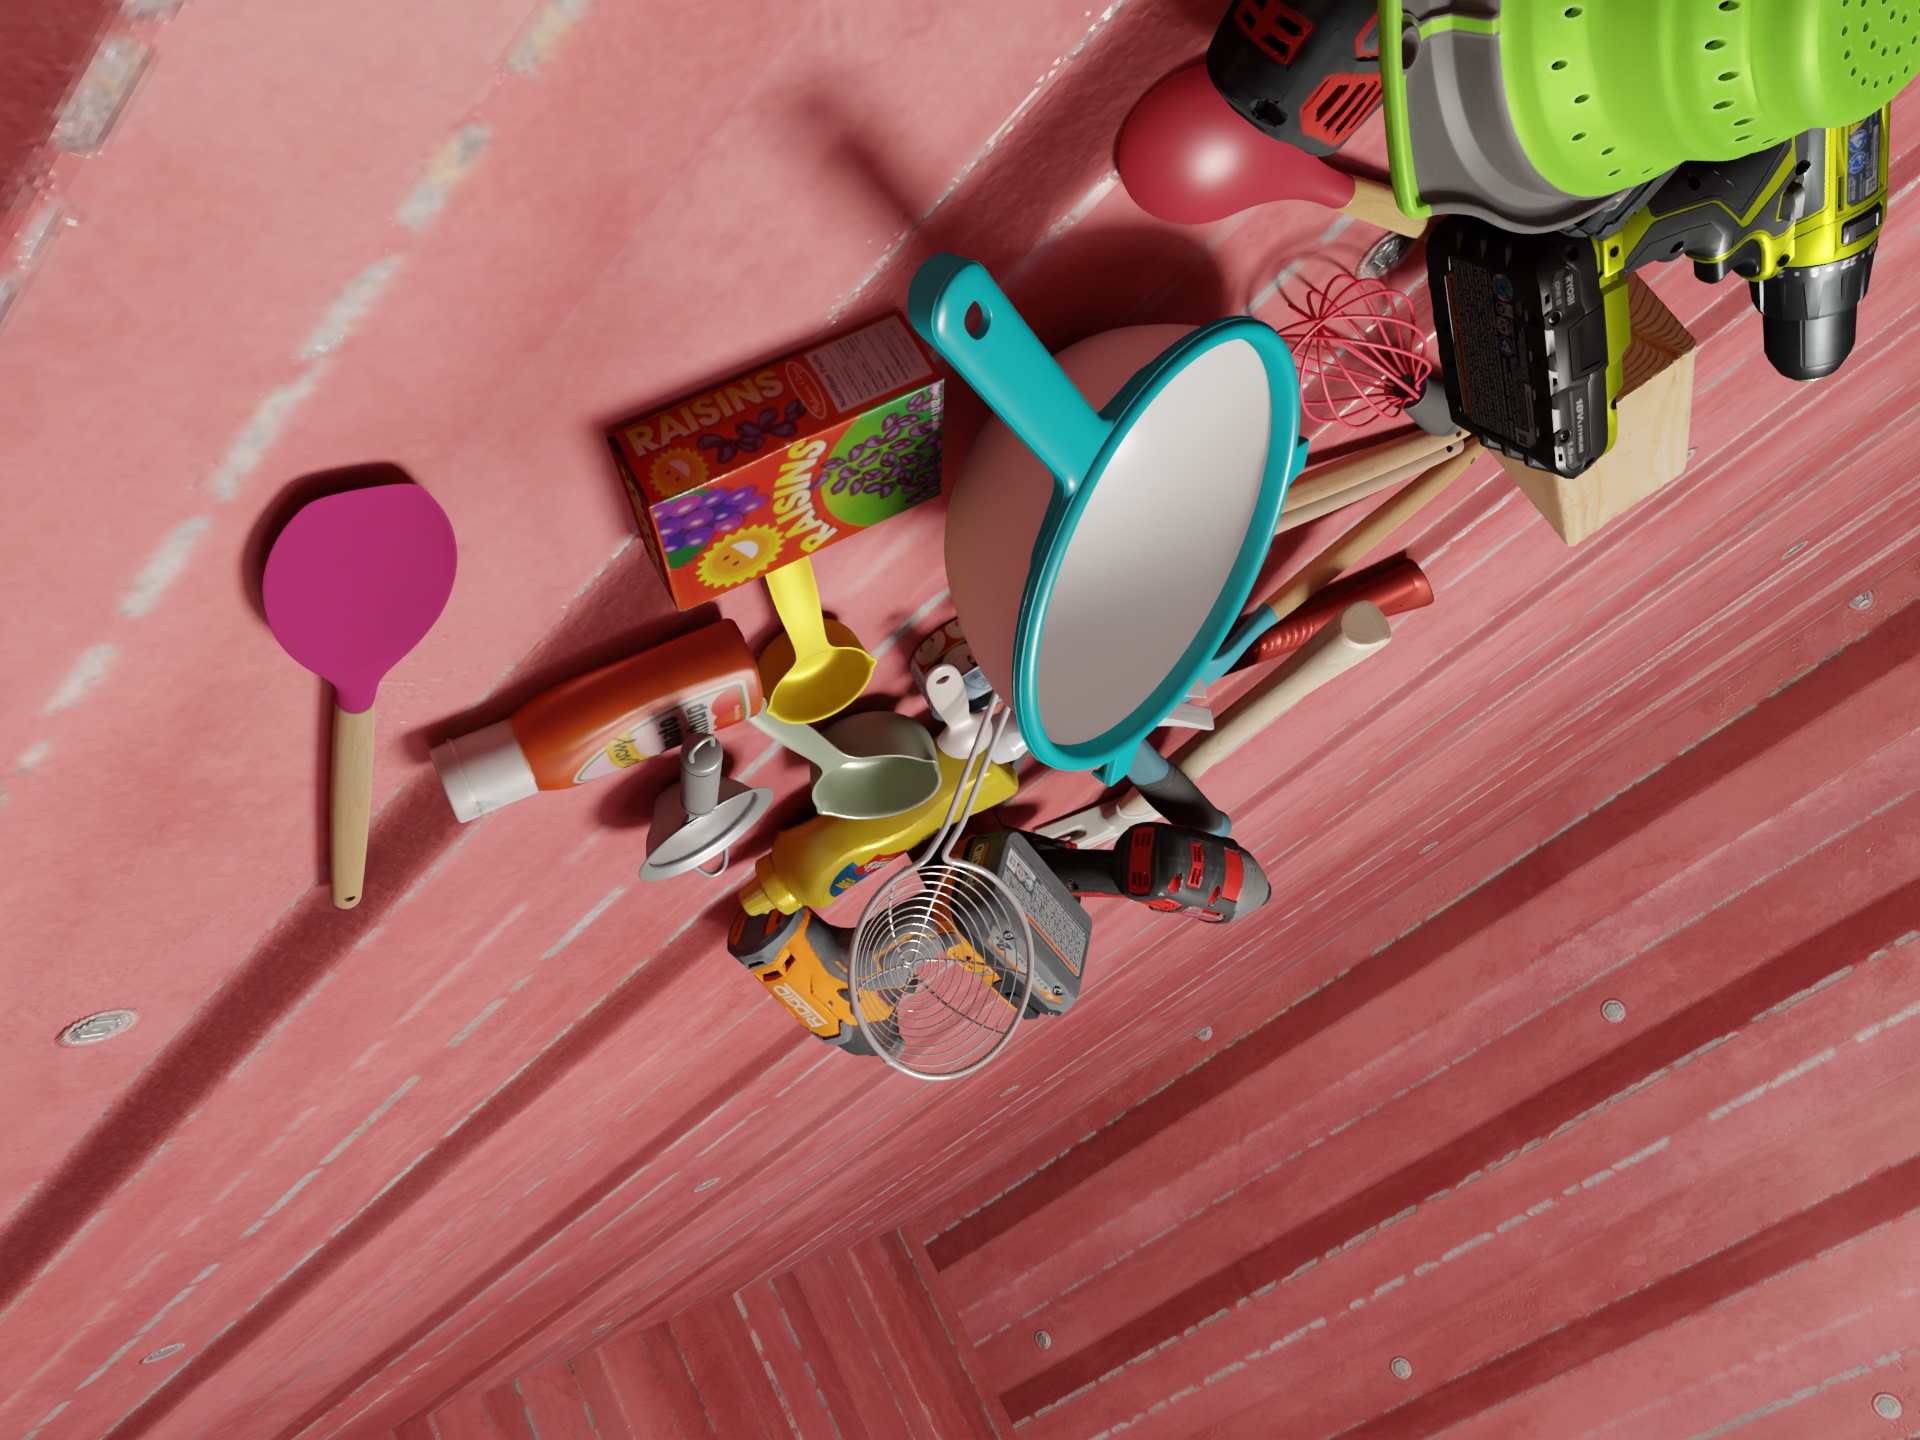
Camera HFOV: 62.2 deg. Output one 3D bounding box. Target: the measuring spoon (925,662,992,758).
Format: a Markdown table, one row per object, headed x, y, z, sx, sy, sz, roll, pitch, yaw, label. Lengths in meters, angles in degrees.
| x | y | z | sx | sy | sz | roll | pitch | yaw | label |
| --- | --- | --- | --- | --- | --- | --- | --- | --- | --- |
| -0.001 | -0.003 | 0.883 | 0.034 | 0.018 | 0.124 | -28 | 159 | -2 | measuring spoon |

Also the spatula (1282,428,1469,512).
| x | y | z | sx | sy | sz | roll | pitch | yaw | label |
| --- | --- | --- | --- | --- | --- | --- | --- | --- | --- |
| 0.182 | -0.129 | 0.911 | 0.316 | 0.018 | 0.059 | -22 | 116 | -27 | spatula |

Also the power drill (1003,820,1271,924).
| x | y | z | sx | sy | sz | roll | pitch | yaw | label |
| --- | --- | --- | --- | --- | --- | --- | --- | --- | --- |
| 0.111 | 0.115 | 1.155 | 0.220 | 0.079 | 0.143 | -7 | 162 | 45 | power drill |

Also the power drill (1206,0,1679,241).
| x | y | z | sx | sy | sz | roll | pitch | yaw | label |
| --- | --- | --- | --- | --- | --- | --- | --- | --- | --- |
| 0.208 | -0.271 | 0.555 | 0.226 | 0.080 | 0.187 | -1 | 139 | -45 | power drill |

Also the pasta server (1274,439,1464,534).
| x | y | z | sx | sy | sz | roll | pitch | yaw | label |
| --- | --- | --- | --- | --- | --- | --- | --- | --- | --- |
| 0.184 | -0.116 | 0.938 | 0.316 | 0.060 | 0.040 | -24 | -166 | -23 | pasta server |

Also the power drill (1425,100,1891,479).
| x | y | z | sx | sy | sz | roll | pitch | yaw | label |
| --- | --- | --- | --- | --- | --- | --- | --- | --- | --- |
| 0.342 | -0.211 | 0.752 | 0.228 | 0.080 | 0.190 | -30 | 127 | -11 | power drill |

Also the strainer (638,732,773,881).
| x | y | z | sx | sy | sz | roll | pitch | yaw | label |
| --- | --- | --- | --- | --- | --- | --- | --- | --- | --- |
| -0.134 | 0.039 | 0.814 | 0.087 | 0.050 | 0.258 | -33 | 173 | -16 | strainer |

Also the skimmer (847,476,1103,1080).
| x | y | z | sx | sy | sz | roll | pitch | yaw | label |
| --- | --- | --- | --- | --- | --- | --- | --- | --- | --- |
| 0.025 | 0.040 | 0.862 | 0.127 | 0.090 | 0.363 | -4 | 129 | -32 | skimmer |

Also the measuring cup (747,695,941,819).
| x | y | z | sx | sy | sz | roll | pitch | yaw | label |
| --- | --- | --- | --- | --- | --- | --- | --- | --- | --- |
| -0.074 | 0.007 | 0.895 | 0.083 | 0.038 | 0.167 | -24 | 145 | 22 | measuring cup |

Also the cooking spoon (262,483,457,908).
| x | y | z | sx | sy | sz | roll | pitch | yaw | label |
| --- | --- | --- | --- | --- | --- | --- | --- | --- | --- |
| -0.253 | 0.004 | 0.662 | 0.068 | 0.017 | 0.318 | -16 | 155 | -30 | cooking spoon |

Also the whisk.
| x | y | z | sx | sy | sz | roll | pitch | yaw | label |
| --- | --- | --- | --- | --- | --- | --- | --- | --- | --- |
| 0.229 | -0.178 | 0.834 | 0.073 | 0.073 | 0.295 | -40 | 164 | 25 | whisk |

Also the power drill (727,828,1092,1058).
| x | y | z | sx | sy | sz | roll | pitch | yaw | label |
| --- | --- | --- | --- | --- | --- | --- | --- | --- | --- |
| -0.027 | 0.166 | 1.083 | 0.226 | 0.084 | 0.164 | -19 | 125 | 32 | power drill |

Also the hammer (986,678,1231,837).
| x | y | z | sx | sy | sz | roll | pitch | yaw | label |
| --- | --- | --- | --- | --- | --- | --- | --- | --- | --- |
| 0.129 | 0.037 | 1.071 | 0.128 | 0.033 | 0.330 | -17 | 158 | 16 | hammer |

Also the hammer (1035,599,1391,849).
| x | y | z | sx | sy | sz | roll | pitch | yaw | label |
| --- | --- | --- | --- | --- | --- | --- | --- | --- | --- |
| 0.181 | 0.015 | 1.156 | 0.146 | 0.038 | 0.410 | -20 | 167 | -23 | hammer |

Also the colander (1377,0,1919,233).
| x | y | z | sx | sy | sz | roll | pitch | yaw | label |
| --- | --- | --- | --- | --- | --- | --- | --- | --- | --- |
| 0.286 | -0.281 | 0.475 | 0.397 | 0.095 | 0.204 | -40 | 138 | -20 | colander |

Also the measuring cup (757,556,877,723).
| x | y | z | sx | sy | sz | roll | pitch | yaw | label |
| --- | --- | --- | --- | --- | --- | --- | --- | --- | --- |
| -0.080 | -0.054 | 0.763 | 0.062 | 0.029 | 0.156 | -26 | 148 | -11 | measuring cup |

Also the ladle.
| x | y | z | sx | sy | sz | roll | pitch | yaw | label |
| --- | --- | --- | --- | --- | --- | --- | --- | --- | --- |
| 0.175 | -0.225 | 0.690 | 0.315 | 0.031 | 0.069 | -8 | 149 | -49 | ladle |

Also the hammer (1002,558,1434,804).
| x | y | z | sx | sy | sz | roll | pitch | yaw | label |
| --- | --- | --- | --- | --- | --- | --- | --- | --- | --- |
| 0.184 | -0.040 | 1.118 | 0.359 | 0.037 | 0.149 | -20 | 158 | -24 | hammer |

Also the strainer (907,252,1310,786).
| x | y | z | sx | sy | sz | roll | pitch | yaw | label |
| --- | --- | --- | --- | --- | --- | --- | --- | --- | --- |
| 0.033 | -0.107 | 0.656 | 0.211 | 0.095 | 0.340 | -60 | 151 | -1 | strainer |

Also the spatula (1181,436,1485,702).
| x | y | z | sx | sy | sz | roll | pitch | yaw | label |
| --- | --- | --- | --- | --- | --- | --- | --- | --- | --- |
| 0.207 | -0.091 | 1.005 | 0.317 | 0.044 | 0.082 | -37 | 150 | -10 | spatula |
